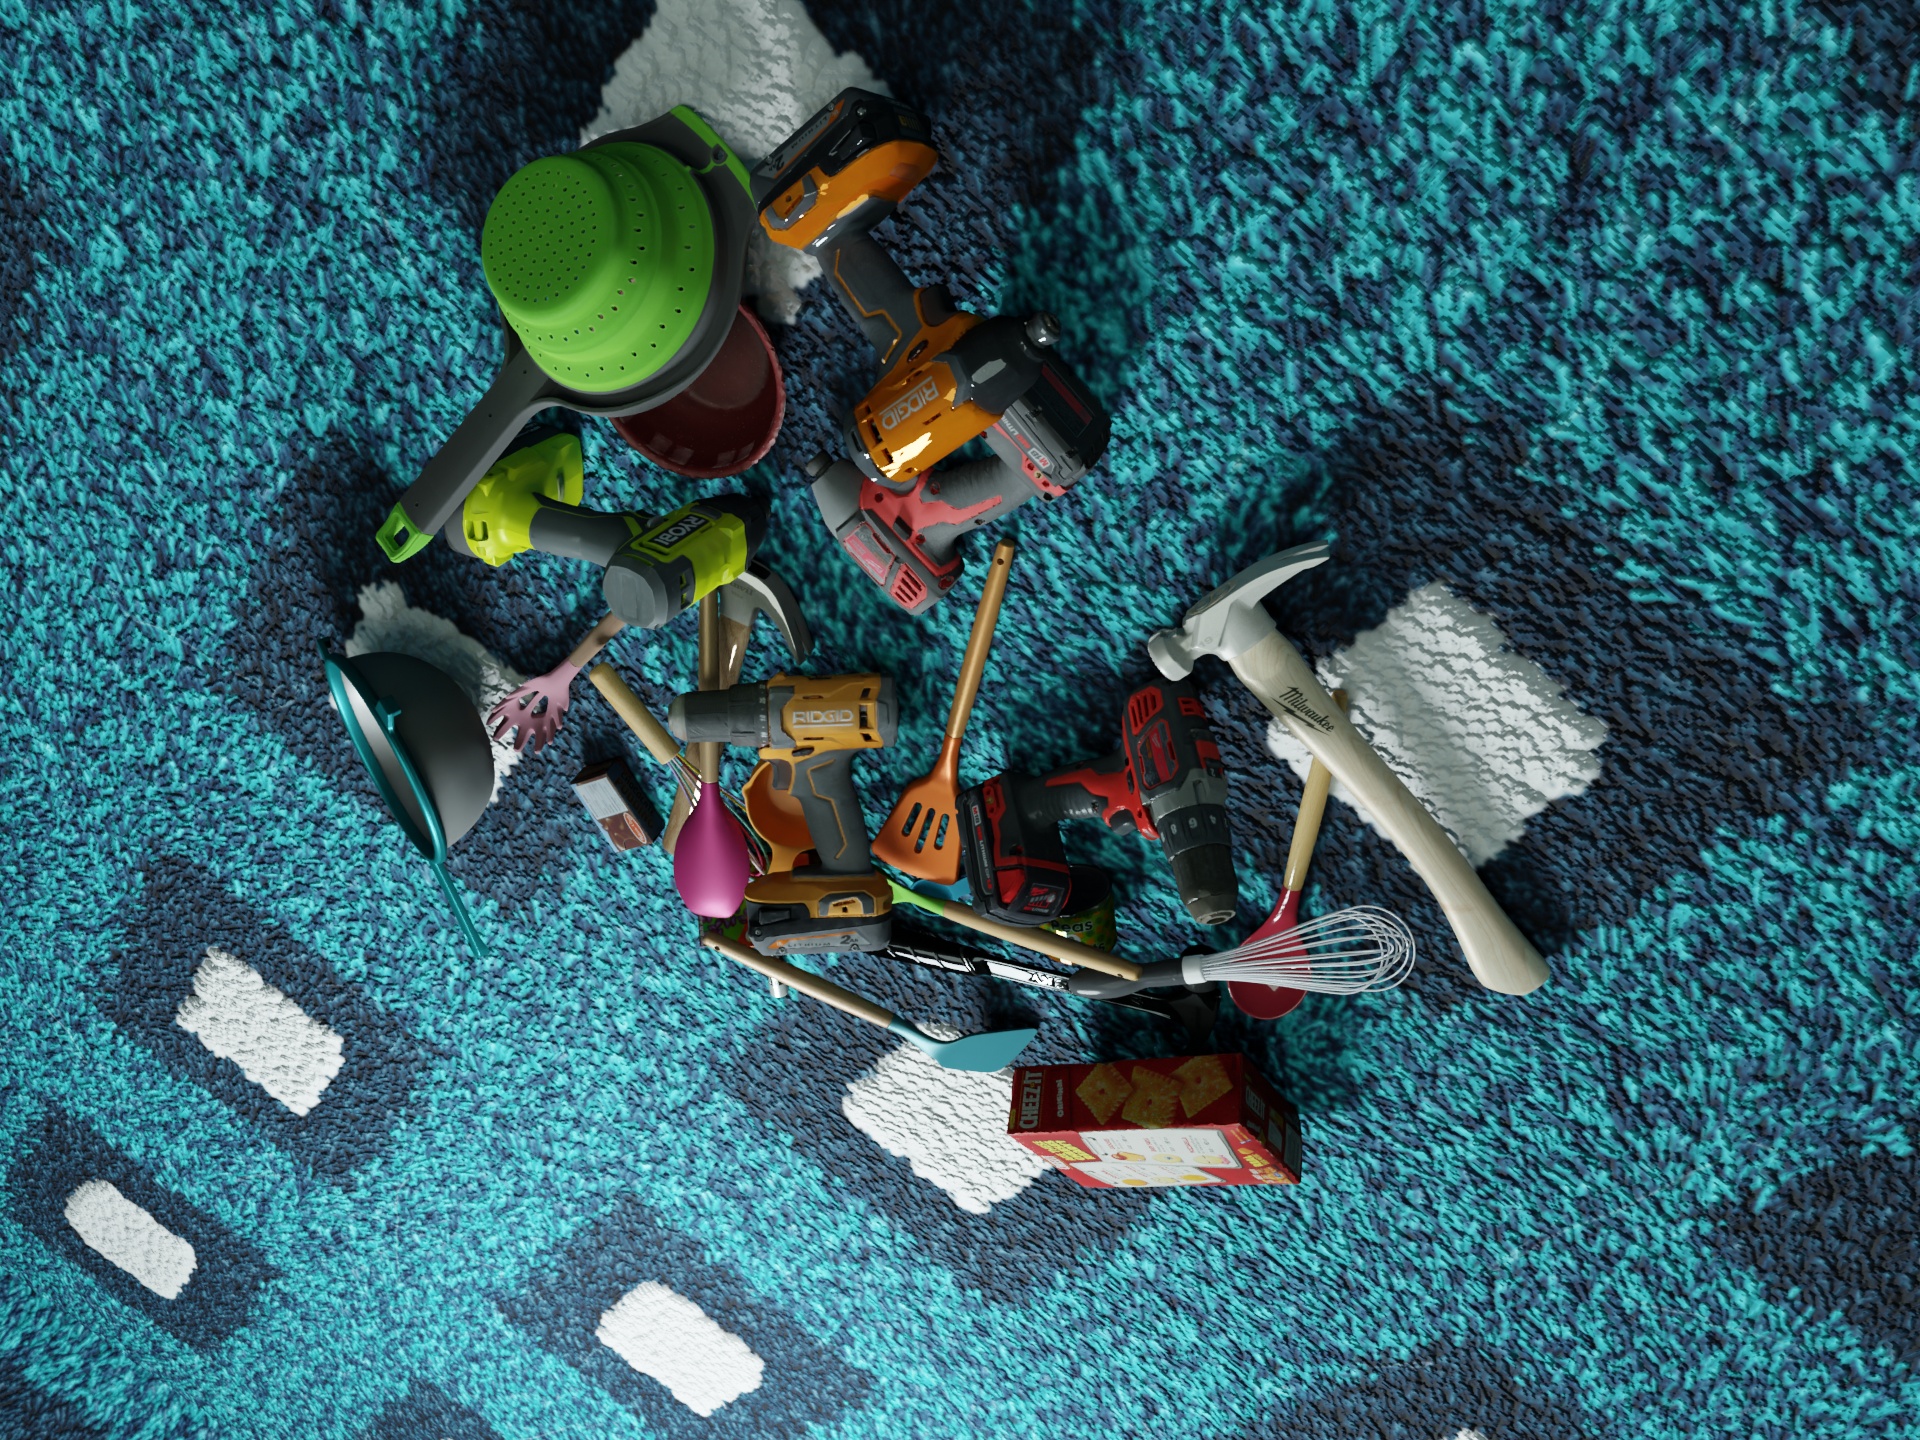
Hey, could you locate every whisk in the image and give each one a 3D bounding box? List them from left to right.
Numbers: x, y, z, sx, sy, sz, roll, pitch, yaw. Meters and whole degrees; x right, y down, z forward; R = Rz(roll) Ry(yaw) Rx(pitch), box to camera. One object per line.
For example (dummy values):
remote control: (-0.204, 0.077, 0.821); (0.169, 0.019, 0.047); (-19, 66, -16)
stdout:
whisk: (-0.240, 0.050, 1.378); (0.047, 0.051, 0.244); (-25, 110, 39)
whisk: (0.219, 0.194, 1.271); (0.284, 0.070, 0.070); (-11, 117, 23)

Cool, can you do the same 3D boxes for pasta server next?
pasta server: (-0.319, -0.059, 1.364); (0.060, 0.040, 0.316); (33, 136, -22)

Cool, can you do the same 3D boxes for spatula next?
spatula: (-0.086, 0.255, 1.446); (0.317, 0.044, 0.082); (26, 131, -10)
spatula: (-0.002, -0.004, 1.284); (0.081, 0.041, 0.322); (22, 126, 9)

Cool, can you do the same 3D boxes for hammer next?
hammer: (-0.213, -0.002, 1.380); (0.130, 0.031, 0.331); (25, 128, 6)
hammer: (0.029, 0.222, 1.421); (0.409, 0.036, 0.149); (10, 131, 18)
hammer: (0.320, 0.051, 1.175); (0.146, 0.038, 0.410); (-34, 109, 26)

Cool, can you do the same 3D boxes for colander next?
colander: (-0.311, -0.262, 1.109); (0.397, 0.094, 0.205); (-45, 72, 17)

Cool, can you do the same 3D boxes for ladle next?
ladle: (0.266, 0.111, 1.256); (0.069, 0.031, 0.315); (9, 123, 5)

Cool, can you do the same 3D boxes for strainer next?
strainer: (-0.473, 0.071, 1.482); (0.211, 0.095, 0.340); (28, 140, 47)

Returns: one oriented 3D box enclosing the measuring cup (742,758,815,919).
measuring cup: (-0.150, 0.101, 1.373); (0.095, 0.052, 0.173); (13, 105, -8)

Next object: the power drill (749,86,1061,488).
power drill: (-0.032, -0.287, 1.029); (0.164, 0.084, 0.226); (-27, 81, 34)

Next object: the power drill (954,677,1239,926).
power drill: (0.110, 0.091, 1.221); (0.226, 0.188, 0.080); (-30, 150, 36)

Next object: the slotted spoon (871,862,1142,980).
slotted spoon: (0.012, 0.166, 1.338); (0.314, 0.031, 0.070); (15, 152, 30)

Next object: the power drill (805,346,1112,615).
power drill: (-0.011, -0.182, 1.150); (0.143, 0.079, 0.219); (47, 130, -10)

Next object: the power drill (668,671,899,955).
power drill: (-0.141, 0.073, 1.298); (0.185, 0.084, 0.226); (-2, 100, -5)

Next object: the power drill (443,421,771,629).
power drill: (-0.270, -0.155, 1.227); (0.223, 0.171, 0.080); (20, 127, 20)

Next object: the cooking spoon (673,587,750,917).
cooking spoon: (-0.210, 0.026, 1.330); (0.069, 0.017, 0.318); (6, 113, 7)

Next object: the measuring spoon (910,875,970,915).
measuring spoon: (0.014, 0.136, 1.389); (0.128, 0.021, 0.042); (-21, 115, 23)
